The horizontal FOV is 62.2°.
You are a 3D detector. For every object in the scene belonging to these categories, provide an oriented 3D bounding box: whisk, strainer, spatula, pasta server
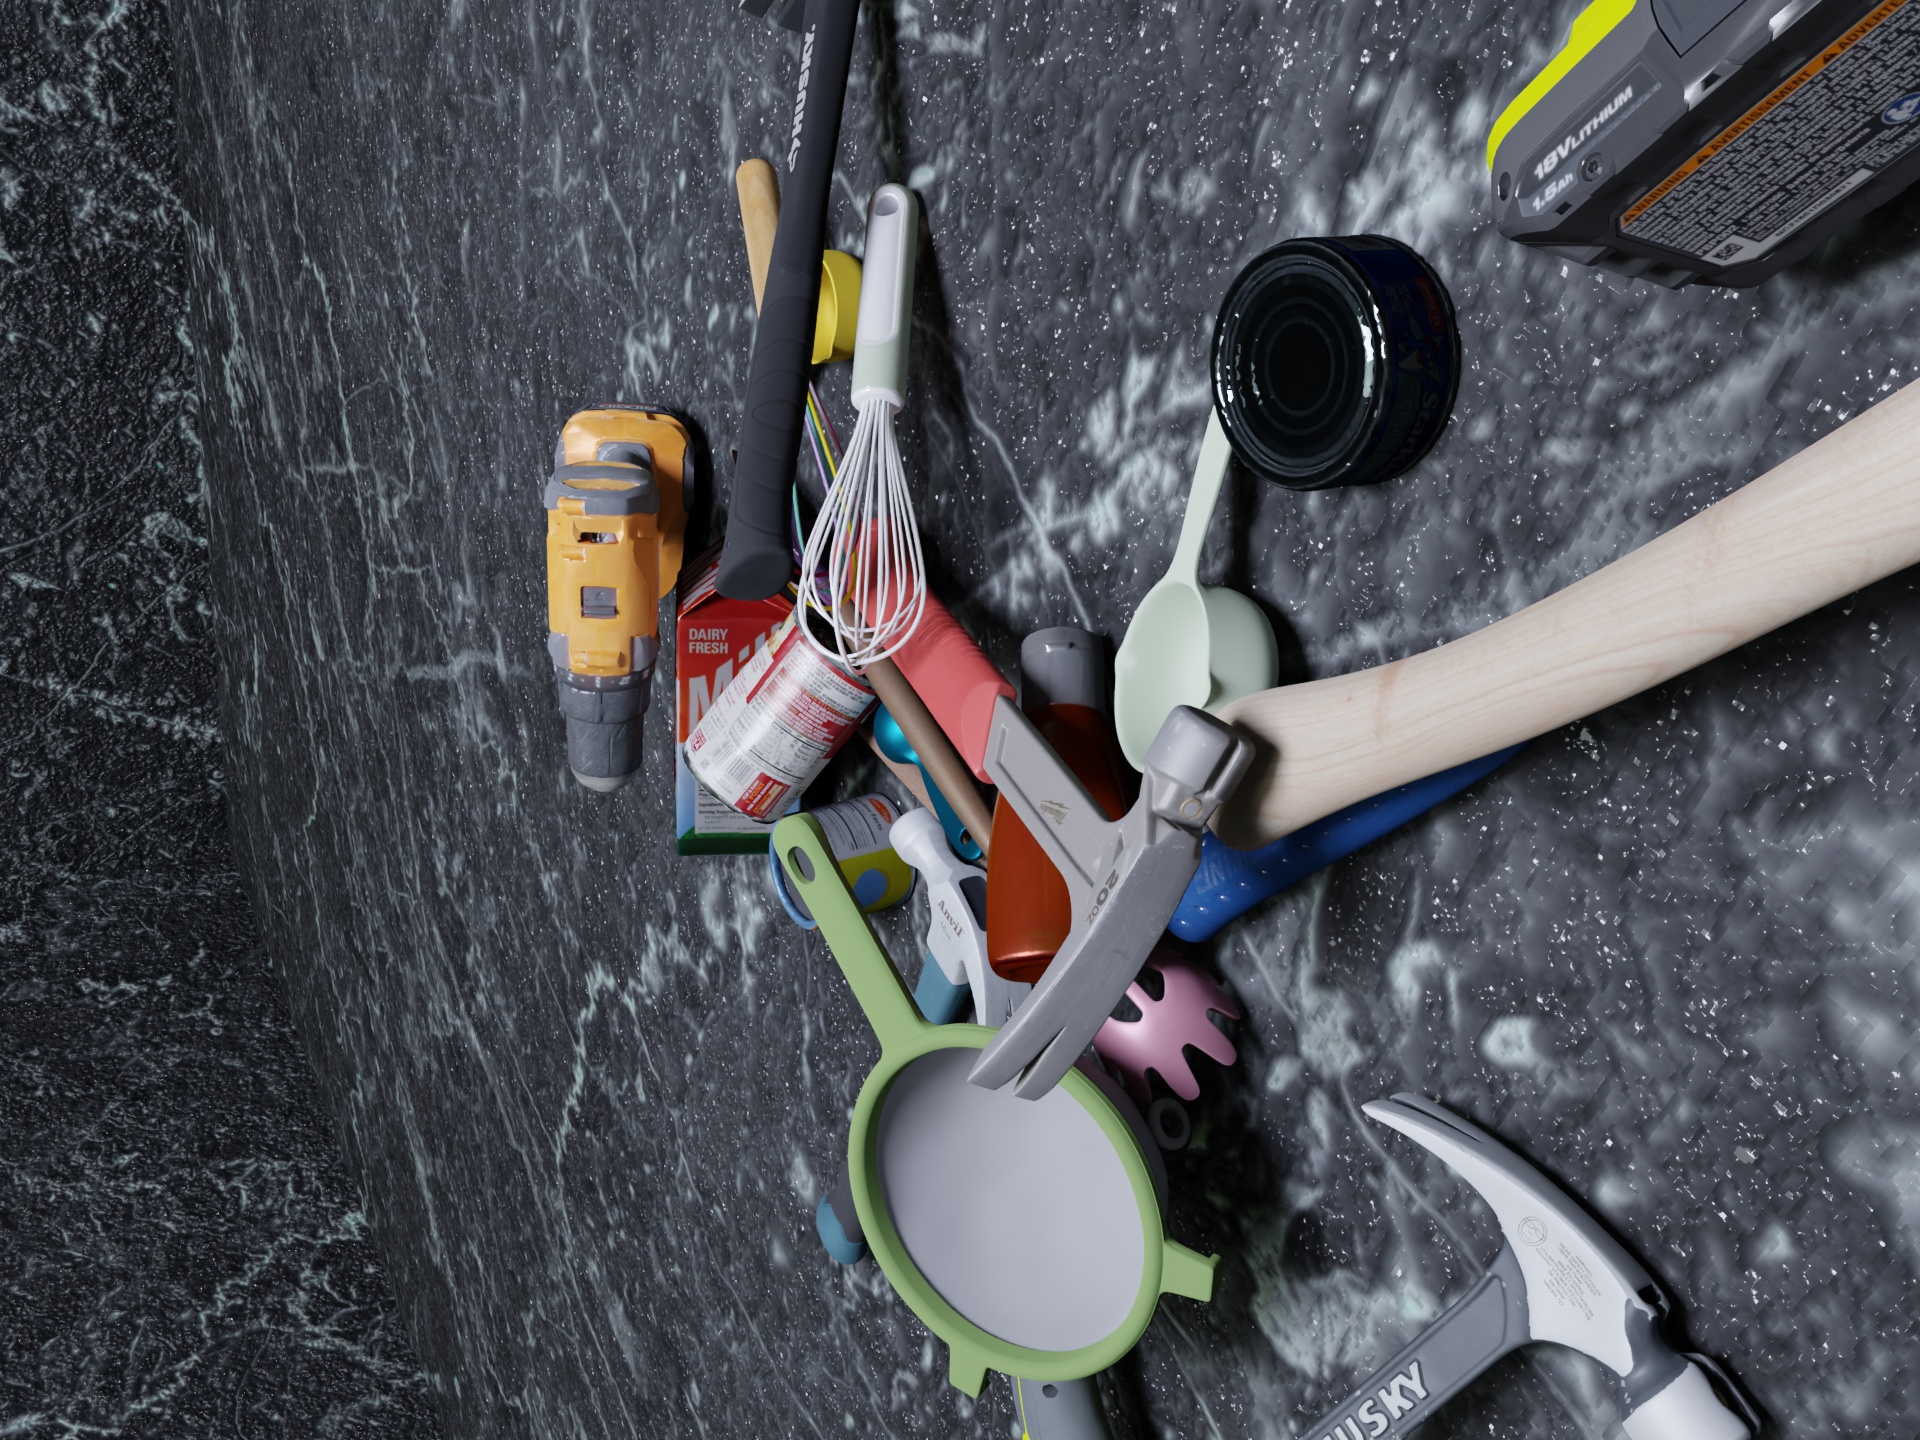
[{"bbox_3d":[-0.039,-0.138,0.721,0.059,0.058,0.246,50,-139,-66],"label":"whisk"},{"bbox_3d":[0.004,0.146,0.676,0.151,0.069,0.256,-39,76,34],"label":"strainer"},{"bbox_3d":[-0.051,-0.043,0.816,0.018,0.059,0.316,-42,53,11],"label":"spatula"},{"bbox_3d":[0.022,0.070,0.759,0.040,0.060,0.317,52,174,-37],"label":"pasta server"},{"bbox_3d":[-0.085,-0.169,0.779,0.051,0.047,0.245,127,134,-67],"label":"whisk"}]

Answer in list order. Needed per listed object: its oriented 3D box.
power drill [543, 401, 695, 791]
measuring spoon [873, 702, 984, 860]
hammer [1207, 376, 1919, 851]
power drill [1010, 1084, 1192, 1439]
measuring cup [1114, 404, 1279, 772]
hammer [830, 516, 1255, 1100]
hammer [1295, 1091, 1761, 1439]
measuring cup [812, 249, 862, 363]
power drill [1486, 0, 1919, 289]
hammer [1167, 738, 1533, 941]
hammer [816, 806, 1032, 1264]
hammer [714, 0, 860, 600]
[{"bbox_3d":[-0.203,-0.081,0.941,0.226,0.084,0.185,-105,18,-64],"label":"power drill"},{"bbox_3d":[-0.017,0.024,0.786,0.042,0.021,0.129,-47,38,14],"label":"measuring spoon"},{"bbox_3d":[0.194,-0.027,0.401,0.410,0.038,0.146,-36,70,56],"label":"hammer"},{"bbox_3d":[0.062,0.285,0.737,0.190,0.080,0.229,-34,68,46],"label":"power drill"},{"bbox_3d":[0.102,-0.059,0.607,0.083,0.038,0.167,-151,73,-69],"label":"measuring cup"},{"bbox_3d":[-0.001,-0.002,0.676,0.149,0.036,0.359,-60,28,13],"label":"hammer"},{"bbox_3d":[0.105,0.310,0.617,0.408,0.036,0.149,-55,53,29],"label":"hammer"},{"bbox_3d":[-0.085,-0.191,0.856,0.156,0.029,0.062,-48,60,55],"label":"measuring cup"},{"bbox_3d":[0.167,-0.225,0.383,0.171,0.080,0.223,-40,52,53],"label":"power drill"},{"bbox_3d":[0.182,-0.005,0.494,0.405,0.035,0.144,-44,64,53],"label":"hammer"},{"bbox_3d":[-0.033,0.206,0.899,0.128,0.033,0.330,54,141,34],"label":"hammer"},{"bbox_3d":[-0.076,-0.221,0.731,0.146,0.035,0.335,0,81,59],"label":"hammer"}]
